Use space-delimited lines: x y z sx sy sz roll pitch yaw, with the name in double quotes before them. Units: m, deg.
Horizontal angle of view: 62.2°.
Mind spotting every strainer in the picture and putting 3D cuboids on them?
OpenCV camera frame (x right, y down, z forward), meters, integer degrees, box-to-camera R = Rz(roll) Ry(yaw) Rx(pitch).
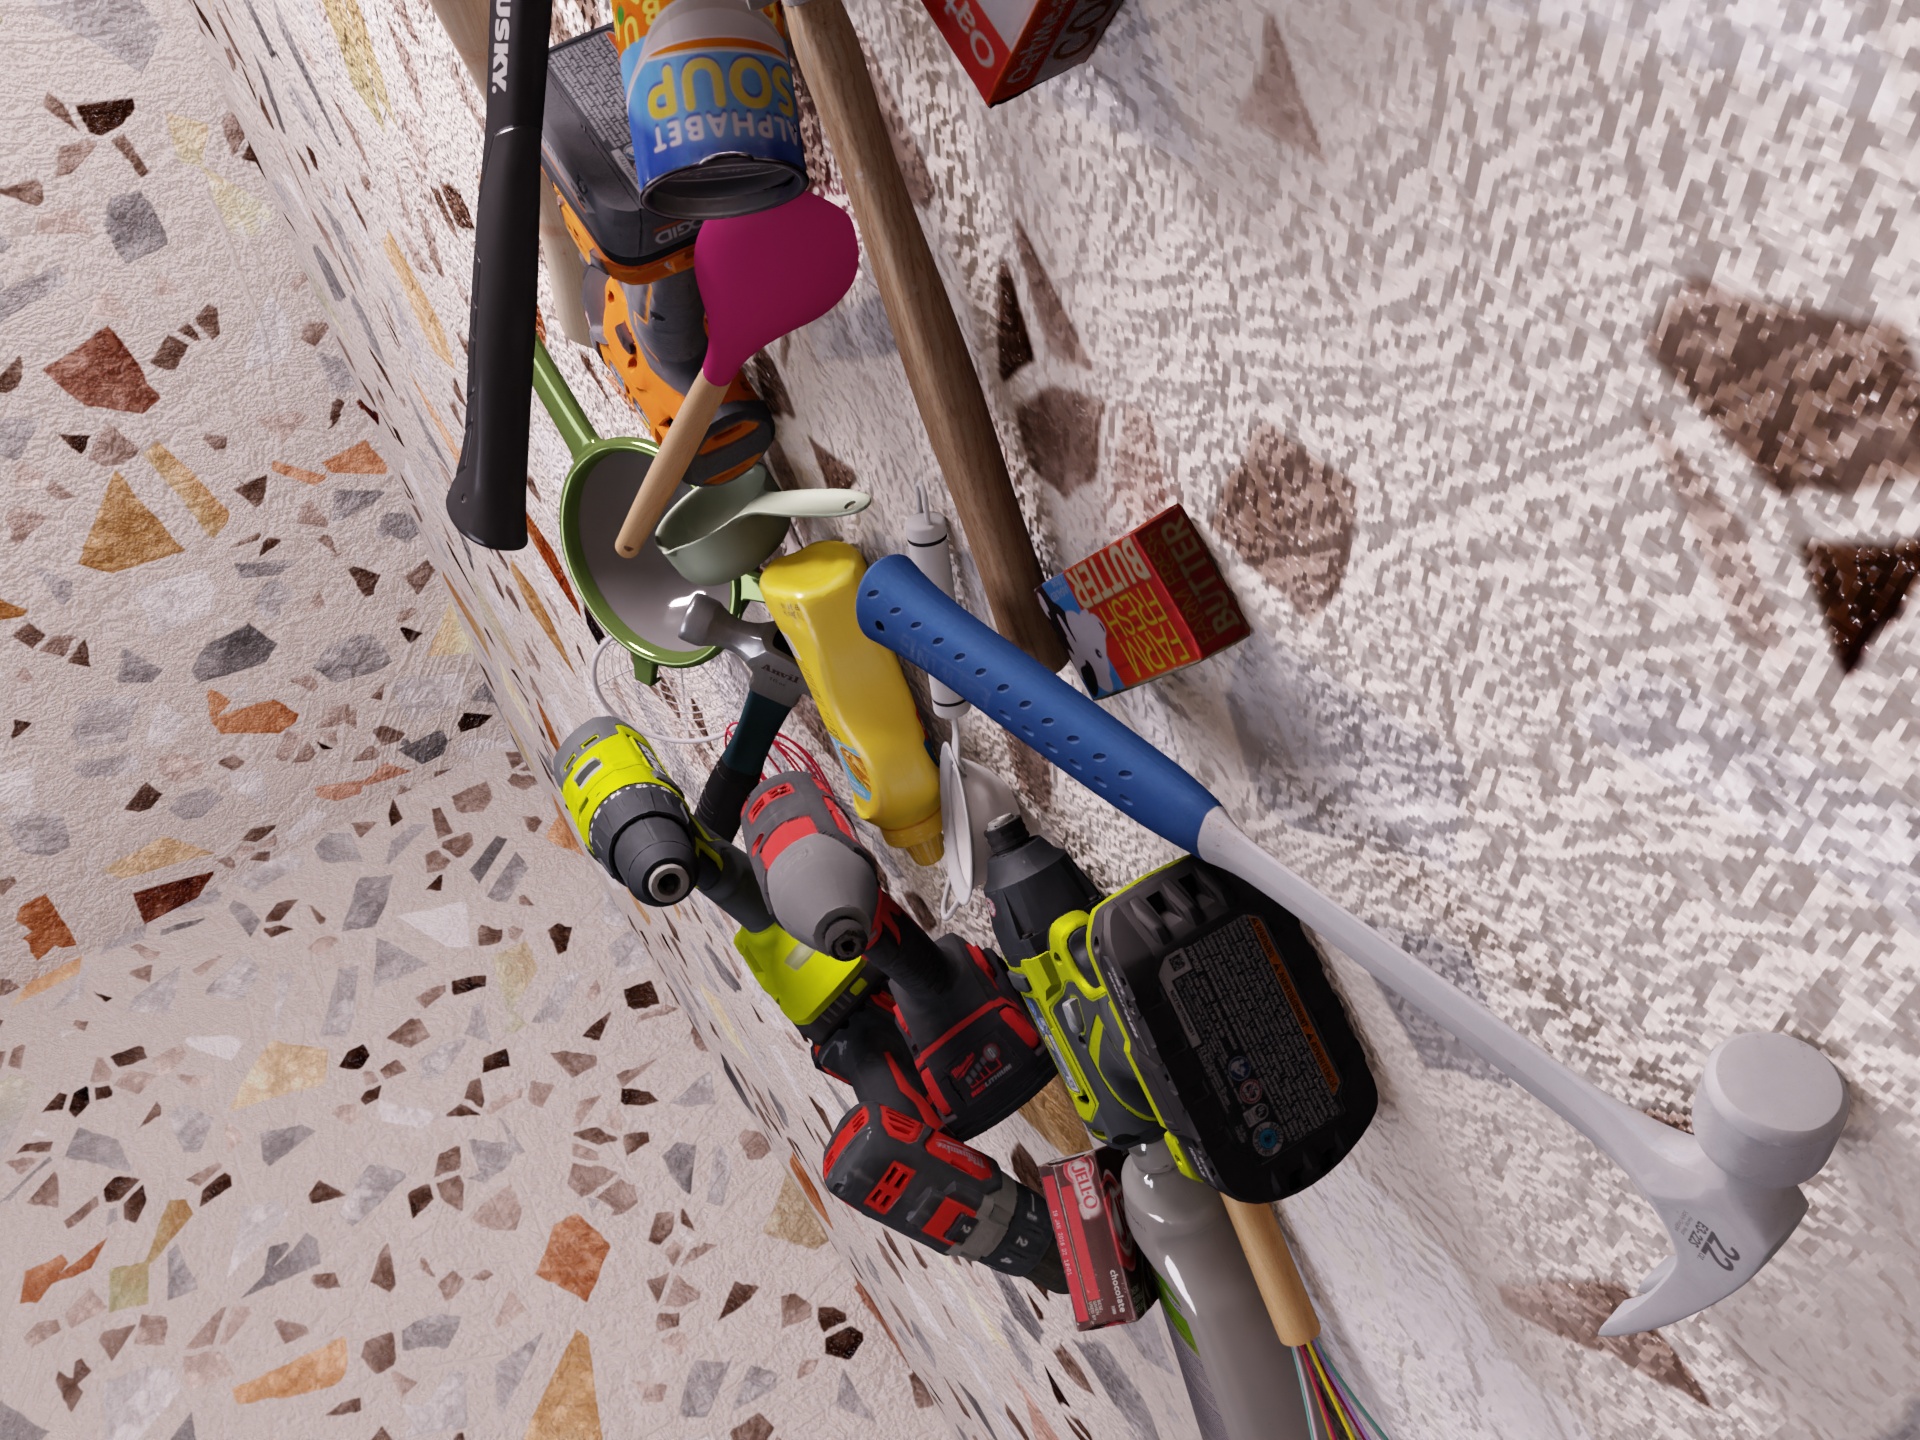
"strainer" -0.206 -0.158 1.008 0.151 0.069 0.256 -29 93 41
"strainer" -0.001 -0.003 0.795 0.087 0.050 0.258 -110 10 -55

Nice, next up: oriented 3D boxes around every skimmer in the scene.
"skimmer" -0.169 -0.025 1.123 0.127 0.090 0.363 33 169 -22

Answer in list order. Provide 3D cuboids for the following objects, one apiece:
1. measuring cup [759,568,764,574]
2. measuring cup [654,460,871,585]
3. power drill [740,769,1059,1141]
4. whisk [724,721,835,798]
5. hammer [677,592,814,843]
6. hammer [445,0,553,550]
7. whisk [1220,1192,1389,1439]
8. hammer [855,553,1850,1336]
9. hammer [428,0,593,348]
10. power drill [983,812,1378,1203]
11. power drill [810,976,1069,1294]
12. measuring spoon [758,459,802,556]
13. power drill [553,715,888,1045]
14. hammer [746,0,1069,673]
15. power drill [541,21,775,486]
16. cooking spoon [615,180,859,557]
"measuring cup" -0.173 -0.099 1.082 0.174 0.052 0.095 38 151 52
"measuring cup" -0.100 -0.105 0.870 0.168 0.083 0.038 6 140 44
"power drill" -0.037 0.135 0.903 0.219 0.078 0.143 52 -179 -33
"whisk" -0.085 0.124 1.175 0.296 0.073 0.073 56 162 -4
"hammer" -0.149 0.032 1.058 0.128 0.033 0.331 23 147 -7
"hammer" -0.191 -0.240 0.690 0.146 0.035 0.334 19 109 36
"whisk" 0.181 0.327 0.796 0.245 0.051 0.047 67 -165 -4
"hammer" 0.096 0.050 0.560 0.406 0.035 0.143 38 151 38
"hammer" -0.234 -0.351 0.831 0.038 0.146 0.410 51 169 29
"power drill" 0.078 0.120 0.712 0.171 0.080 0.223 64 164 -3
"power drill" -0.006 0.265 1.013 0.187 0.080 0.227 32 -171 -17
"measuring spoon" -0.117 -0.126 0.950 0.124 0.018 0.034 66 161 -14
"power drill" -0.146 0.104 0.989 0.228 0.080 0.191 44 178 -32
"hammer" -0.017 -0.154 0.592 0.130 0.031 0.331 -114 2 -55
"power drill" -0.164 -0.240 0.817 0.164 0.084 0.226 56 165 18
"cooking spoon" -0.127 -0.156 0.783 0.319 0.068 0.017 -41 34 57
